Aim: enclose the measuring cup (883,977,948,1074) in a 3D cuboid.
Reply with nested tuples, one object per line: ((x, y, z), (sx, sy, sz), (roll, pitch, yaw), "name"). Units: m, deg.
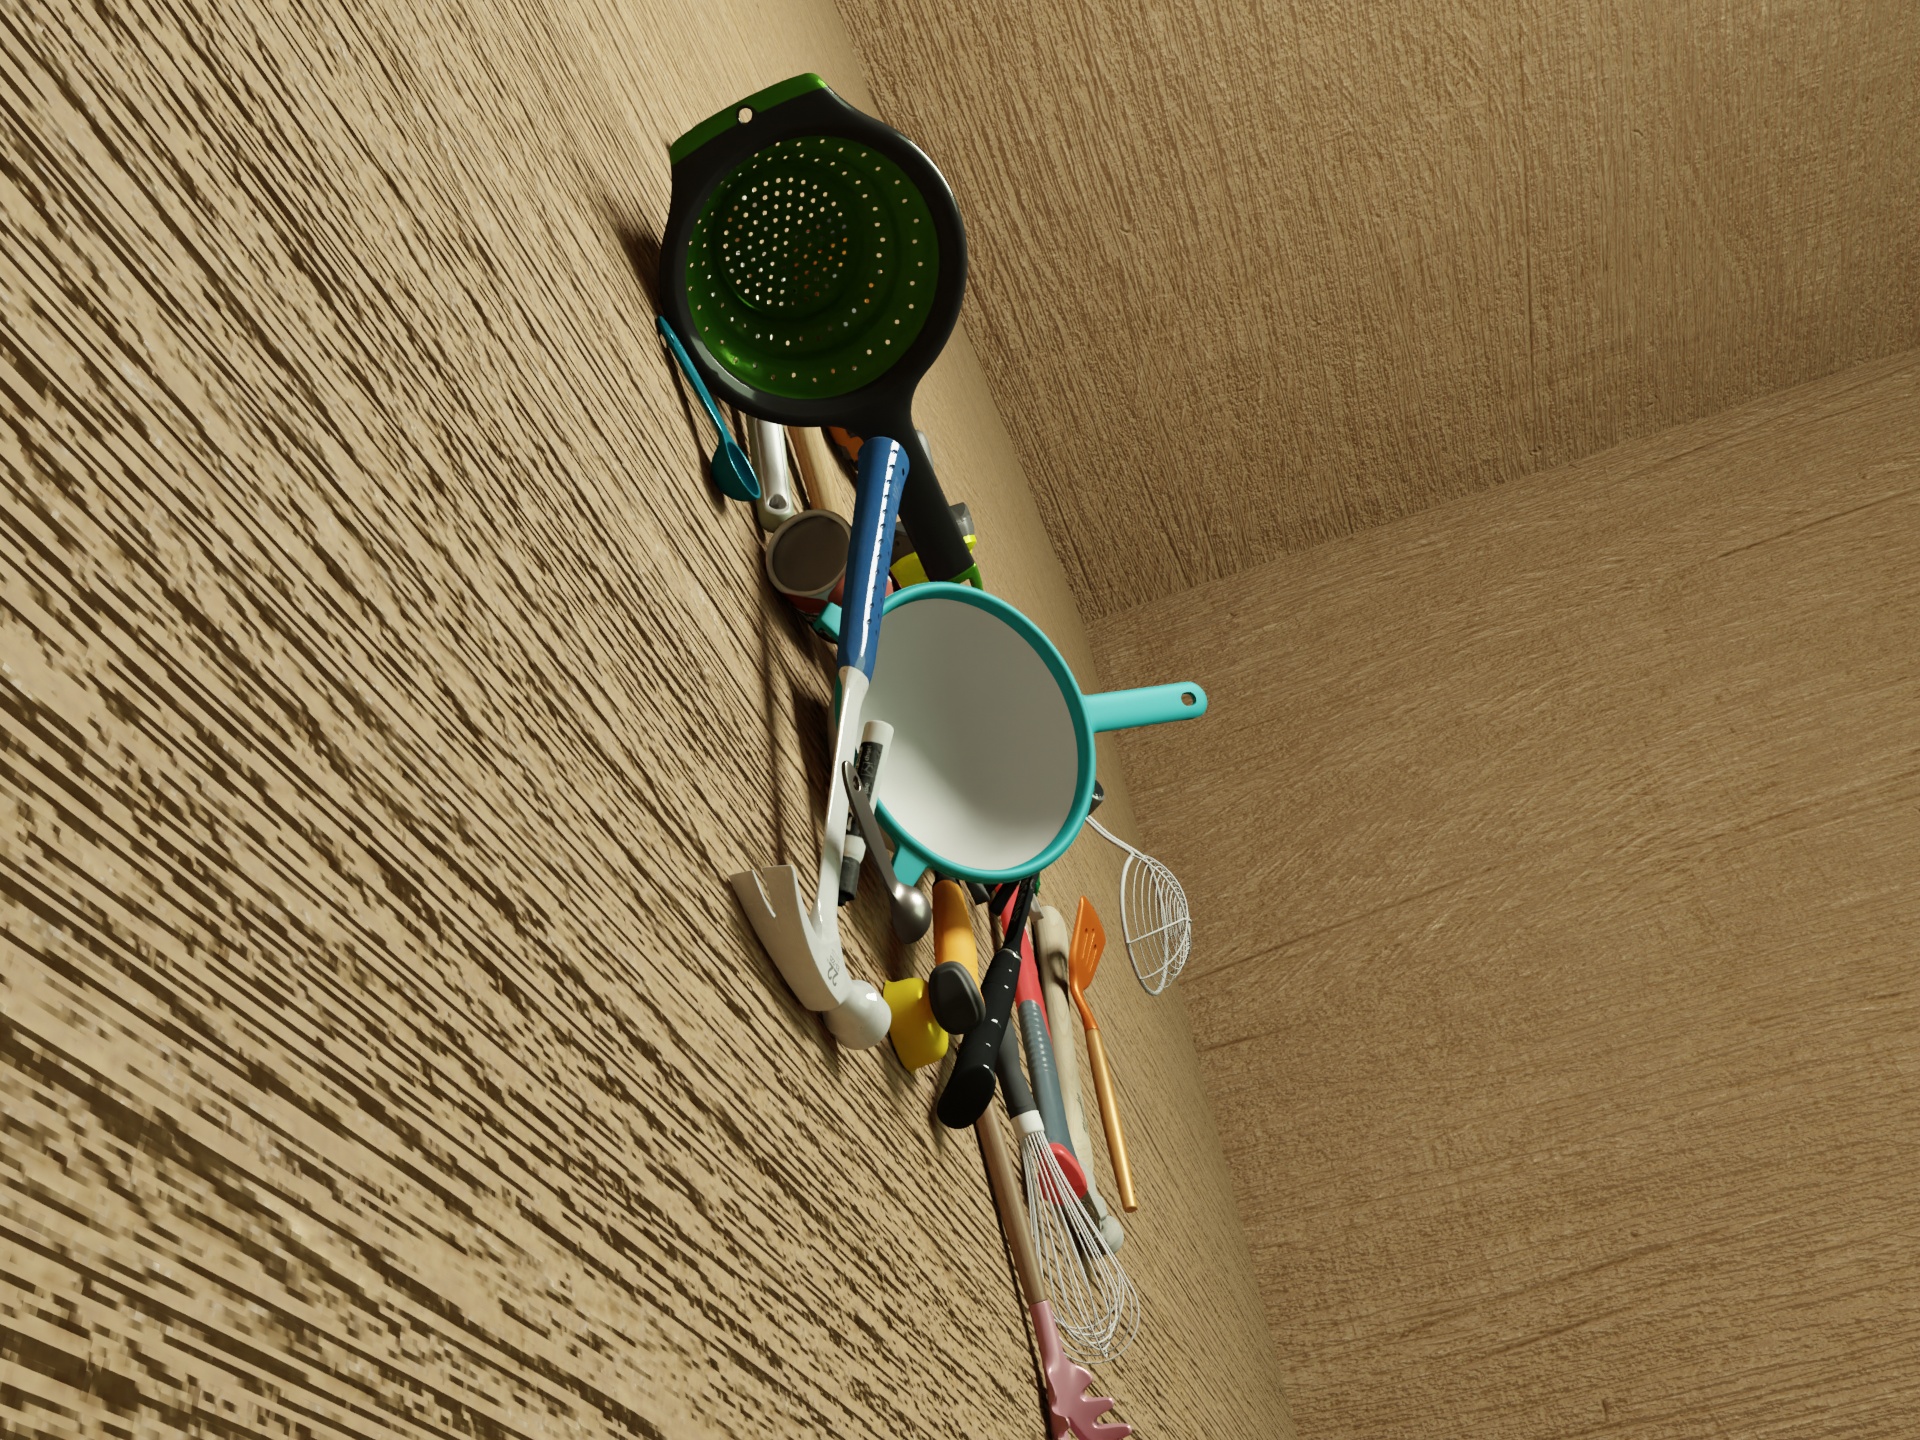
((-0.016, 0.197, 1.064), (0.156, 0.029, 0.062), (23, 50, -76), "measuring cup")

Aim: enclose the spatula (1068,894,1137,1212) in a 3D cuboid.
((0.138, 0.313, 1.507), (0.323, 0.041, 0.080), (-100, 166, -45), "spatula")

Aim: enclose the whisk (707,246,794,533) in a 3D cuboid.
((-0.142, -0.240, 1.128), (0.059, 0.057, 0.247), (121, -36, -60), "whisk")

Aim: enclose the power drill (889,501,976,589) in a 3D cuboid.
((-0.001, -0.067, 1.389), (0.190, 0.080, 0.228), (158, -87, -76), "power drill")

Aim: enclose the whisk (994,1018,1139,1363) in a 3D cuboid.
((0.062, 0.334, 1.191), (0.070, 0.070, 0.285), (53, 16, -65), "whisk")

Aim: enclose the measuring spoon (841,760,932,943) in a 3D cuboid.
((-0.039, 0.073, 0.886), (0.034, 0.018, 0.124), (-73, 148, -55), "measuring spoon")

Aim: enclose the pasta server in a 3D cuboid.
((0.052, 0.375, 1.106), (0.060, 0.040, 0.316), (9, 59, -51), "pasta server")

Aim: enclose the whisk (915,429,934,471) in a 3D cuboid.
((-0.028, -0.154, 1.496), (0.055, 0.055, 0.239), (-74, 158, -74), "whisk")

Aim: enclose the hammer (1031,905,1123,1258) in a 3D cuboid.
((0.093, 0.303, 1.509), (0.411, 0.038, 0.146), (-93, 161, -60), "hammer")

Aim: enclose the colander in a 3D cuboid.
((-0.076, -0.247, 1.104), (0.396, 0.204, 0.095), (64, -5, -36), "colander")

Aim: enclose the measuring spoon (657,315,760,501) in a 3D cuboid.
((-0.166, -0.193, 1.003), (0.128, 0.021, 0.042), (62, 11, -4), "measuring spoon")

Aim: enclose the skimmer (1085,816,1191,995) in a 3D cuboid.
((0.082, 0.098, 1.487), (0.363, 0.090, 0.127), (44, 13, 20), "skimmer")

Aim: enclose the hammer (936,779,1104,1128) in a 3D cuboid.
((0.034, 0.175, 1.205), (0.036, 0.149, 0.409), (37, 24, -5), "hammer")

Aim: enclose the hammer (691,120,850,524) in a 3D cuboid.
((-0.142, -0.291, 1.248), (0.130, 0.031, 0.331), (-68, 141, -86), "hammer")

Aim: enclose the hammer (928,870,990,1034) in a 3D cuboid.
((-0.006, 0.138, 1.124), (0.337, 0.034, 0.127), (-100, 169, -74), "hammer")

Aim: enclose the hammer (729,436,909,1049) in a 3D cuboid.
((-0.066, -0.020, 0.945), (0.143, 0.035, 0.406), (60, 26, -47), "hammer")

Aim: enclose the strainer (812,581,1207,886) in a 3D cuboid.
((0.034, 0.011, 1.138), (0.340, 0.095, 0.211), (-8, 77, -40), "strainer")

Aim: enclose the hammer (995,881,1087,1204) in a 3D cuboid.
((0.065, 0.257, 1.381), (0.387, 0.038, 0.143), (-100, 170, -51), "hammer")

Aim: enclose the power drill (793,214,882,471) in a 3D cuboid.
((-0.097, -0.335, 1.494), (0.185, 0.084, 0.226), (62, 17, -56), "power drill")

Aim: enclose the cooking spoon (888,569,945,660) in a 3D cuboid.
((-0.002, -0.004, 1.242), (0.069, 0.017, 0.318), (57, -5, 45), "cooking spoon")
